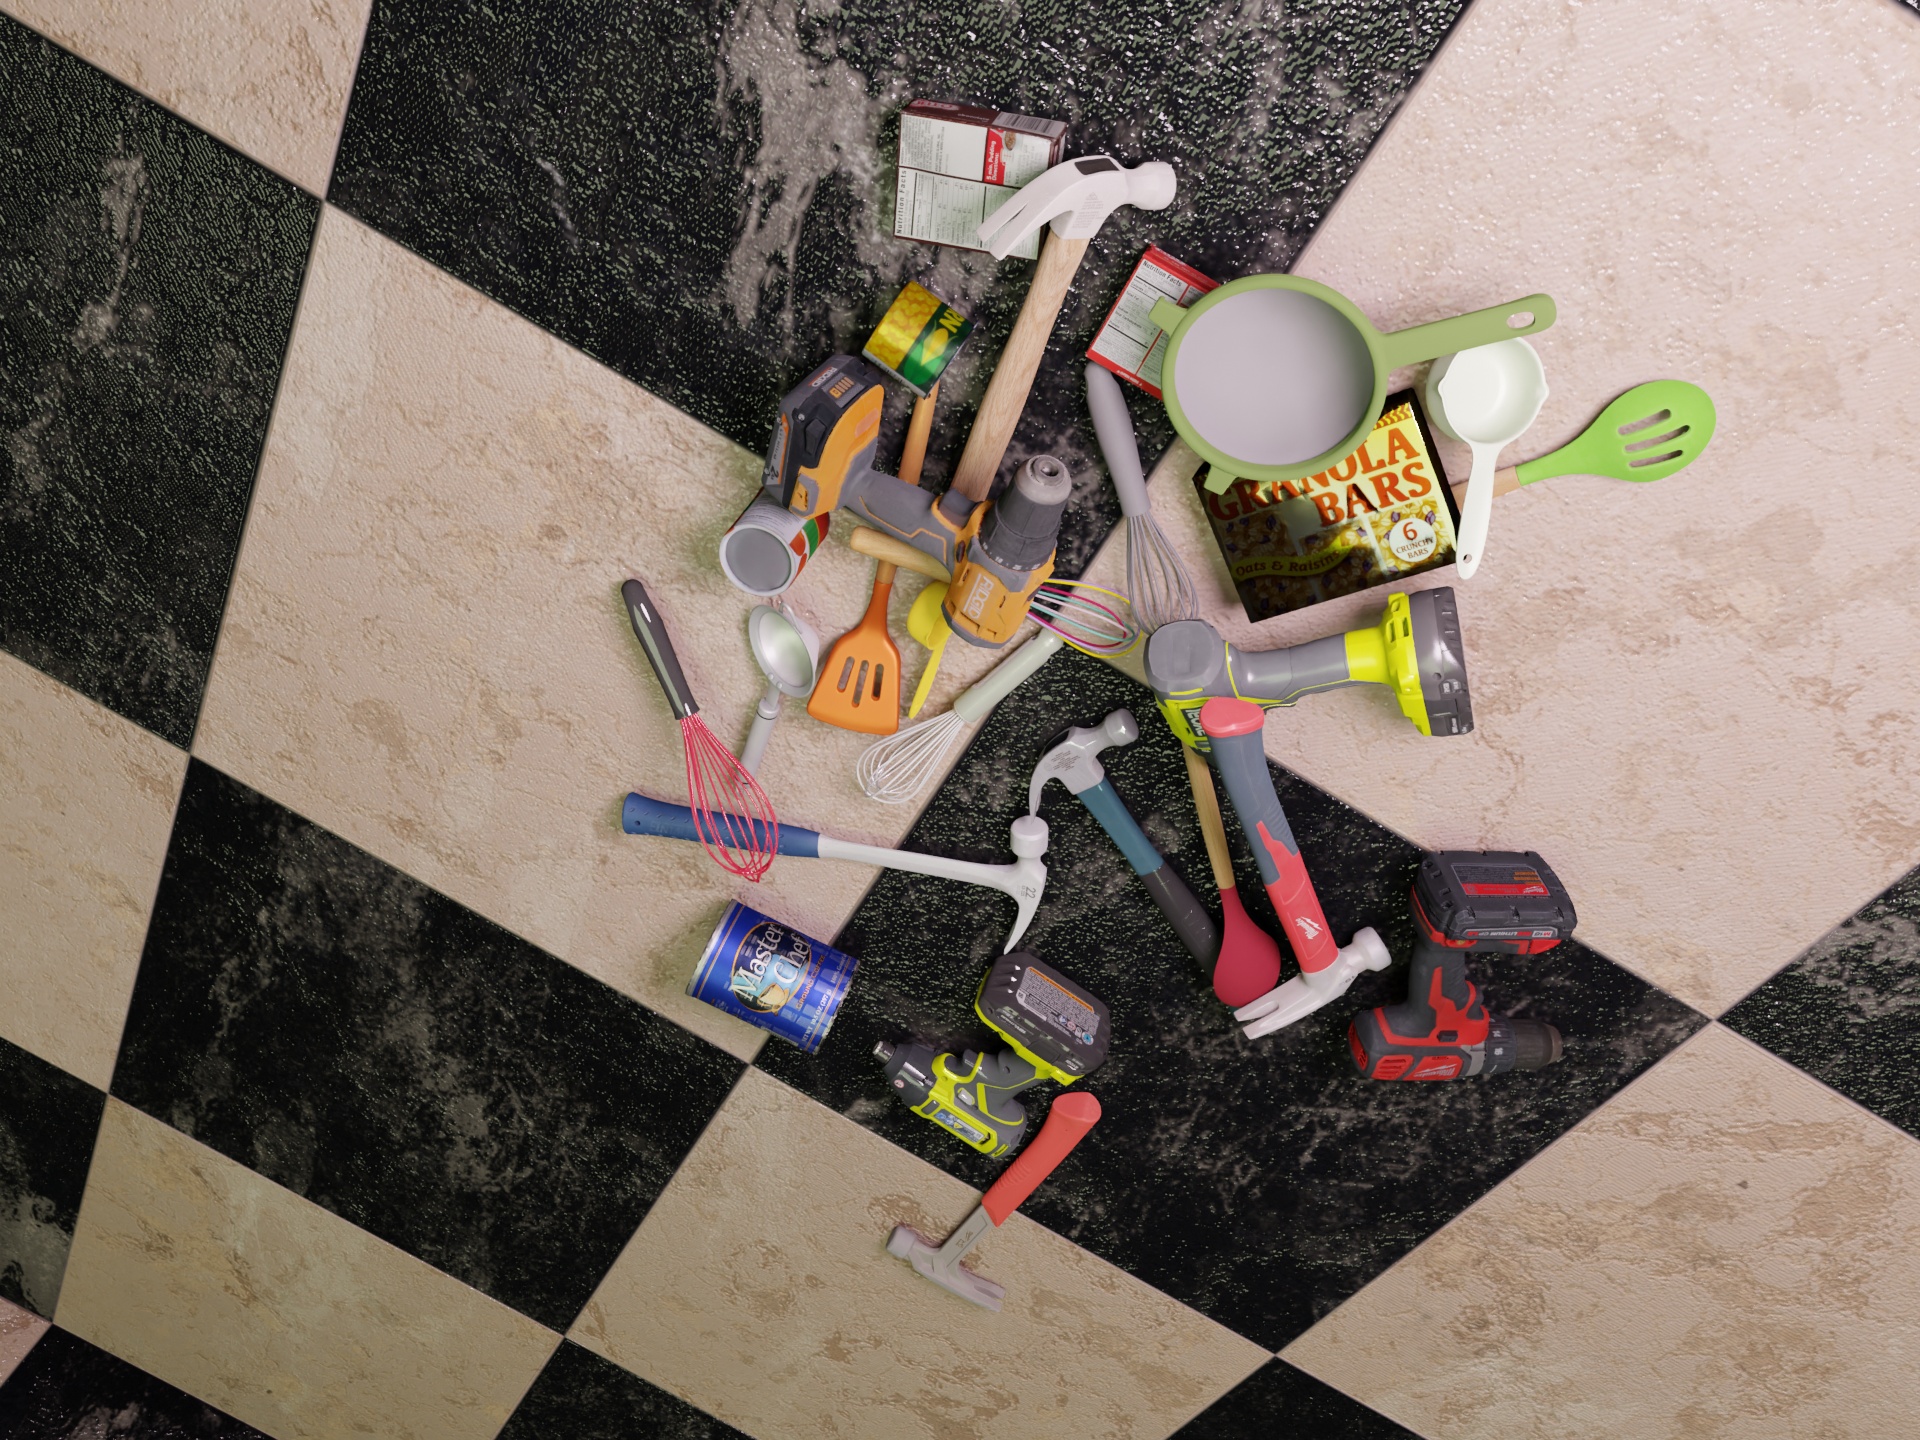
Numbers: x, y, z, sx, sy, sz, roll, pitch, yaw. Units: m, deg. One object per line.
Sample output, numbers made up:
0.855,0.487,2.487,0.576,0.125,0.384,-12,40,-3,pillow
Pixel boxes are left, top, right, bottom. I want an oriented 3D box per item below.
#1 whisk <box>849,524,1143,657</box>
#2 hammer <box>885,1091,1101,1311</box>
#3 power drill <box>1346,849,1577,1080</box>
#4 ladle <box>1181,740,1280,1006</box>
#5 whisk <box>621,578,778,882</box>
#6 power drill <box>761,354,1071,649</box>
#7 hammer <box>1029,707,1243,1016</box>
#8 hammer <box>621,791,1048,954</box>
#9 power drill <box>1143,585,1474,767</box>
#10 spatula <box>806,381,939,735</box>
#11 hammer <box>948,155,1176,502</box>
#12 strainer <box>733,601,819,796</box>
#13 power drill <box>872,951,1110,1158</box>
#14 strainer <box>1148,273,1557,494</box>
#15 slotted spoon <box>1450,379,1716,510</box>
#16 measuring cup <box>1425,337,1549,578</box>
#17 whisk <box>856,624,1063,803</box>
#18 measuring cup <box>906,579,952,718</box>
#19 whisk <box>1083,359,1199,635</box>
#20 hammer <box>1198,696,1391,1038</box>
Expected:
0.029,-0.103,1.261,0.245,0.051,0.047,19,130,-3,whisk
0.057,0.510,1.693,0.149,0.037,0.359,30,127,-5,hammer
0.442,0.219,1.341,0.188,0.080,0.226,2,127,-8,power drill
0.223,0.118,1.363,0.069,0.031,0.315,-23,112,-15,ladle
-0.234,0.012,1.408,0.073,0.073,0.295,-15,105,25,whisk
-0.027,-0.170,1.158,0.226,0.084,0.185,37,147,7,power drill
0.176,0.139,1.405,0.128,0.033,0.330,-25,113,29,hammer
-0.120,0.124,1.483,0.405,0.035,0.144,9,125,11,hammer
0.267,-0.023,1.214,0.228,0.080,0.190,-8,153,18,power drill
-0.058,-0.130,1.287,0.081,0.041,0.322,14,125,-2,spatula
0.039,-0.254,1.148,0.031,0.130,0.331,57,143,29,hammer
-0.167,-0.018,1.398,0.087,0.050,0.258,45,136,20,strainer
0.028,0.328,1.554,0.171,0.080,0.223,35,129,-8,power drill
0.263,-0.253,1.066,0.256,0.069,0.151,-10,124,23,strainer
0.375,-0.164,1.141,0.314,0.031,0.070,-18,114,28,slotted spoon
0.351,-0.183,1.095,0.083,0.038,0.167,0,106,-13,measuring cup
-0.002,-0.004,1.354,0.059,0.058,0.246,46,119,-6,whisk
-0.032,-0.058,1.330,0.029,0.062,0.156,35,140,13,measuring cup
0.133,-0.160,1.206,0.055,0.055,0.238,-9,117,22,whisk
0.241,0.122,1.266,0.143,0.038,0.385,-30,134,1,hammer
